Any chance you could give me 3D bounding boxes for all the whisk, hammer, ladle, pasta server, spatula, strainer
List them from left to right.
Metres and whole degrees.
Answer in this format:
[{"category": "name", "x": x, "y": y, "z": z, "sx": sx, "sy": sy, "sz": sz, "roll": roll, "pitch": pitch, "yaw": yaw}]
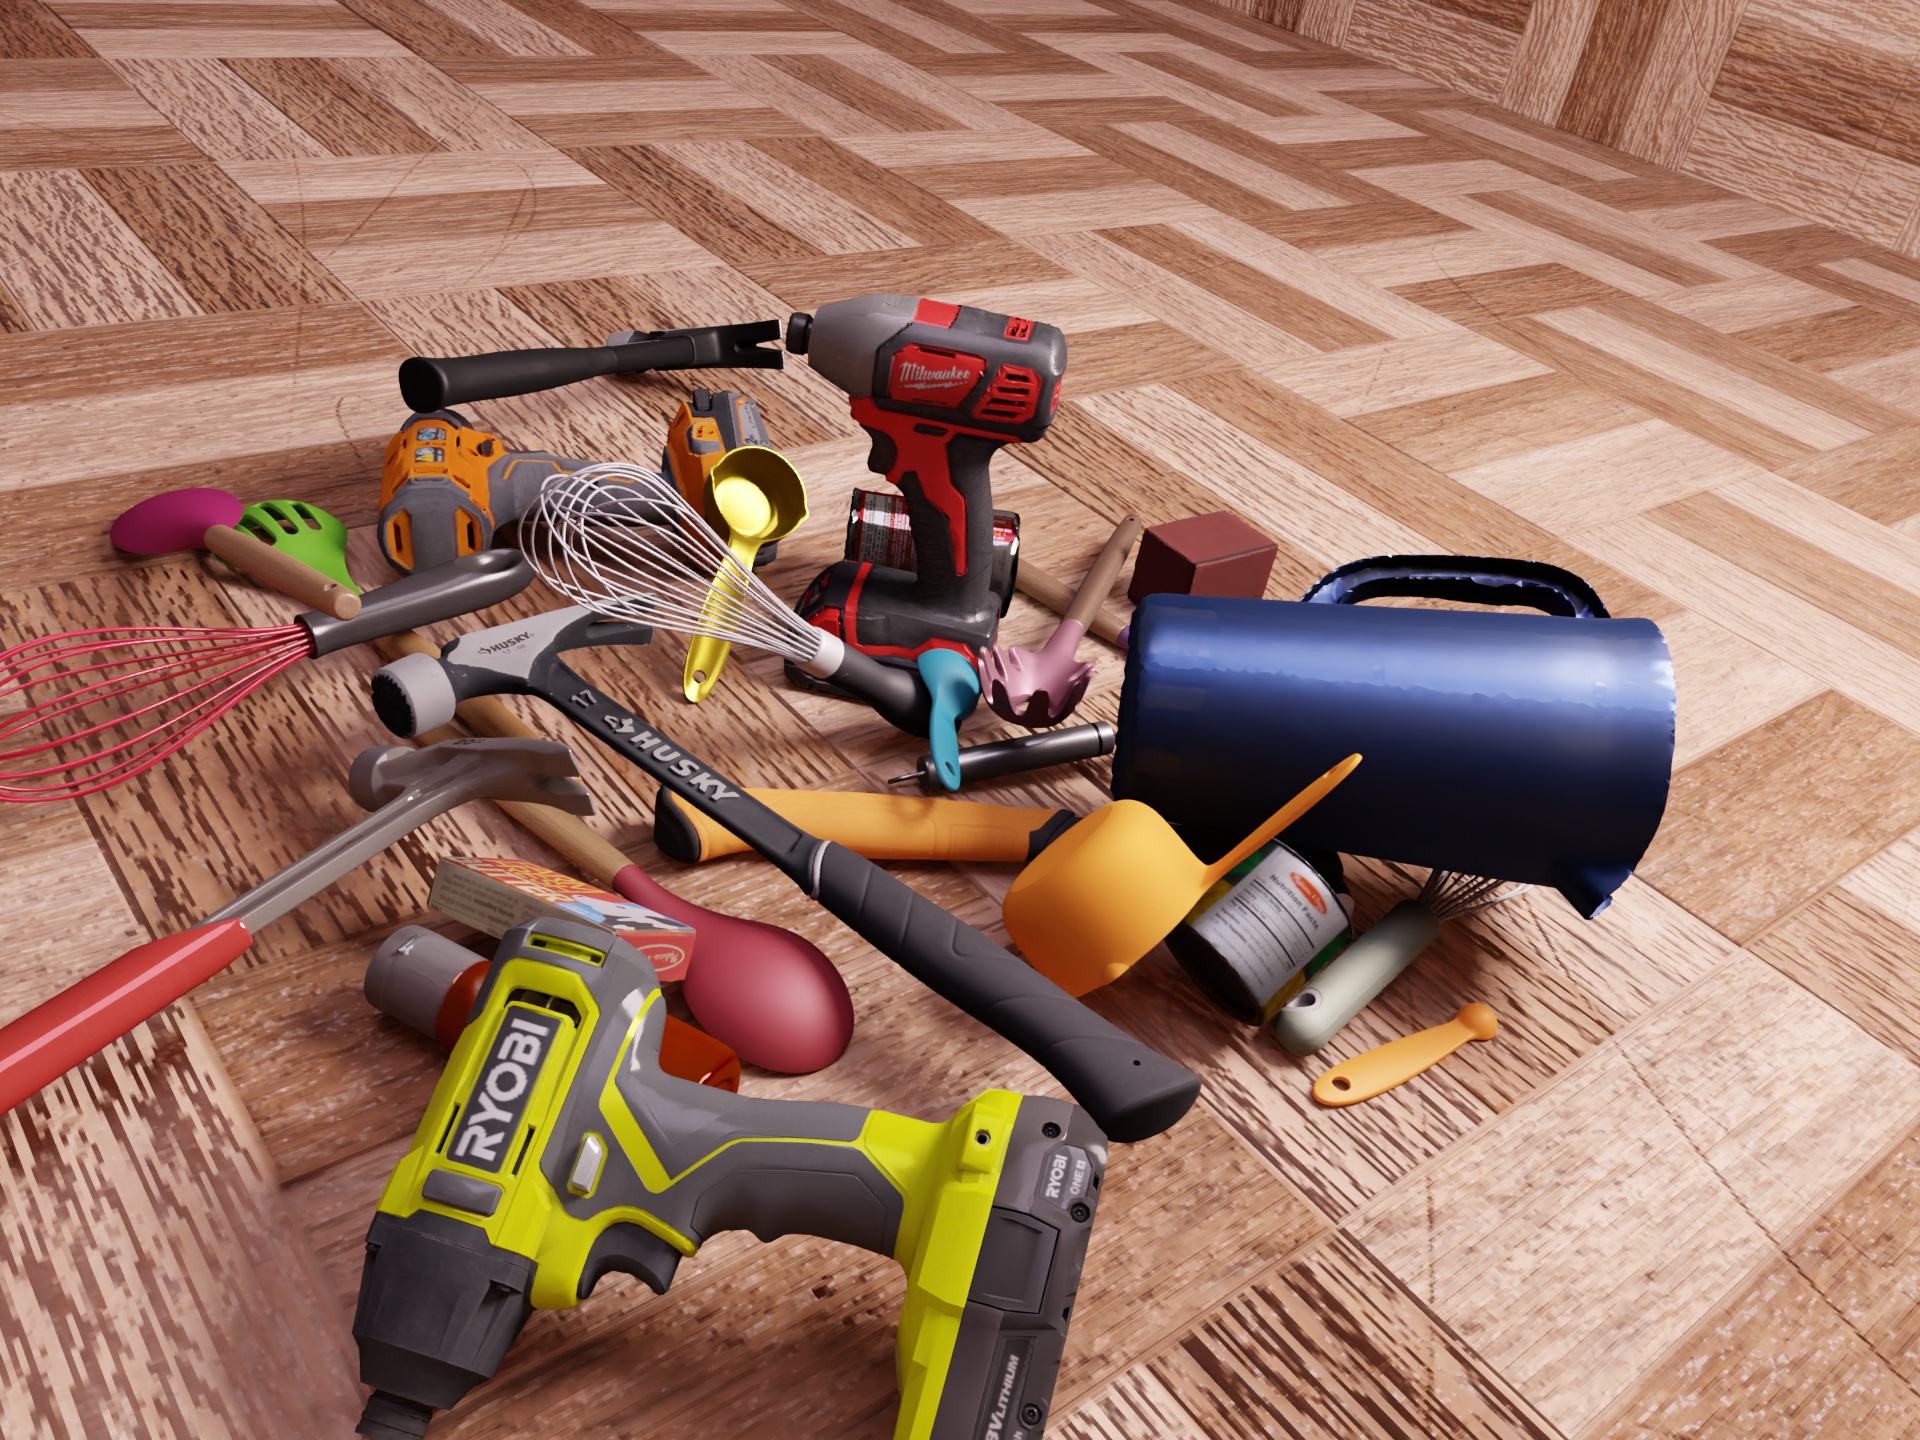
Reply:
[{"category": "hammer", "x": -0.302, "y": 0.103, "z": 0.572, "sx": 0.149, "sy": 0.036, "sz": 0.359, "roll": 0, "pitch": 28, "yaw": 40}, {"category": "whisk", "x": -0.336, "y": -0.035, "z": 0.771, "sx": 0.073, "sy": 0.073, "sz": 0.296, "roll": 35, "pitch": 43, "yaw": 31}, {"category": "ladle", "x": -0.170, "y": 0.060, "z": 0.730, "sx": 0.316, "sy": 0.031, "sz": 0.069, "roll": 31, "pitch": 38, "yaw": 29}, {"category": "hammer", "x": -0.238, "y": -0.230, "z": 1.023, "sx": 0.146, "sy": 0.035, "sz": 0.335, "roll": 1, "pitch": 16, "yaw": 20}, {"category": "whisk", "x": -0.092, "y": -0.045, "z": 0.772, "sx": 0.284, "sy": 0.070, "sz": 0.070, "roll": 30, "pitch": 15, "yaw": -45}, {"category": "hammer", "x": -0.072, "y": 0.054, "z": 0.700, "sx": 0.409, "sy": 0.036, "sz": 0.149, "roll": 31, "pitch": 39, "yaw": 25}, {"category": "hammer", "x": 0.019, "y": 0.050, "z": 0.788, "sx": 0.336, "sy": 0.034, "sz": 0.127, "roll": 3, "pitch": 35, "yaw": -11}, {"category": "pasta server", "x": 0.073, "y": -0.071, "z": 0.939, "sx": 0.060, "sy": 0.040, "sz": 0.316, "roll": 13, "pitch": 30, "yaw": 12}, {"category": "spatula", "x": 0.083, "y": -0.066, "z": 0.989, "sx": 0.316, "sy": 0.018, "sz": 0.060, "roll": 33, "pitch": 39, "yaw": 27}, {"category": "strainer", "x": 0.082, "y": 0.010, "z": 0.860, "sx": 0.258, "sy": 0.050, "sz": 0.087, "roll": -11, "pitch": 4, "yaw": -19}, {"category": "whisk", "x": 0.227, "y": 0.095, "z": 0.777, "sx": 0.246, "sy": 0.059, "sz": 0.058, "roll": -29, "pitch": 14, "yaw": -39}]

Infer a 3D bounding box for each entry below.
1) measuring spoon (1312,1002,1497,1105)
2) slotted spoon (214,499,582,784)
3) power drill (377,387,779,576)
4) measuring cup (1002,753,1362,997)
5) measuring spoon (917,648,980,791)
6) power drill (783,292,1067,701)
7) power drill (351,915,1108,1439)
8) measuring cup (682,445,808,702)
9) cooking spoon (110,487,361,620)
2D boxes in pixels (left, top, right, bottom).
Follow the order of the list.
[{"category": "measuring spoon", "x": 0.202, "y": 0.149, "z": 0.716, "sx": 0.117, "sy": 0.011, "sz": 0.021, "roll": -14, "pitch": 41, "yaw": -32}, {"category": "slotted spoon", "x": -0.301, "y": -0.046, "z": 0.845, "sx": 0.314, "sy": 0.031, "sz": 0.070, "roll": 35, "pitch": 45, "yaw": 28}, {"category": "power drill", "x": -0.234, "y": -0.151, "z": 0.972, "sx": 0.226, "sy": 0.084, "sz": 0.164, "roll": -4, "pitch": 35, "yaw": -15}, {"category": "measuring cup", "x": 0.090, "y": 0.050, "z": 0.686, "sx": 0.052, "sy": 0.173, "sz": 0.095, "roll": 48, "pitch": 24, "yaw": -2}, {"category": "measuring spoon", "x": -0.001, "y": -0.003, "z": 0.802, "sx": 0.042, "sy": 0.021, "sz": 0.129, "roll": 48, "pitch": 17, "yaw": -22}, {"category": "power drill", "x": -0.031, "y": -0.119, "z": 0.853, "sx": 0.143, "sy": 0.219, "sz": 0.079, "roll": 12, "pitch": 34, "yaw": 0}, {"category": "power drill", "x": -0.076, "y": 0.174, "z": 0.520, "sx": 0.223, "sy": 0.080, "sz": 0.171, "roll": 14, "pitch": 63, "yaw": 8}, {"category": "measuring cup", "x": -0.131, "y": -0.080, "z": 0.890, "sx": 0.062, "sy": 0.029, "sz": 0.157, "roll": 23, "pitch": 70, "yaw": -23}, {"category": "cooking spoon", "x": -0.371, "y": -0.089, "z": 0.813, "sx": 0.069, "sy": 0.017, "sz": 0.319, "roll": -32, "pitch": 34, "yaw": -30}]
